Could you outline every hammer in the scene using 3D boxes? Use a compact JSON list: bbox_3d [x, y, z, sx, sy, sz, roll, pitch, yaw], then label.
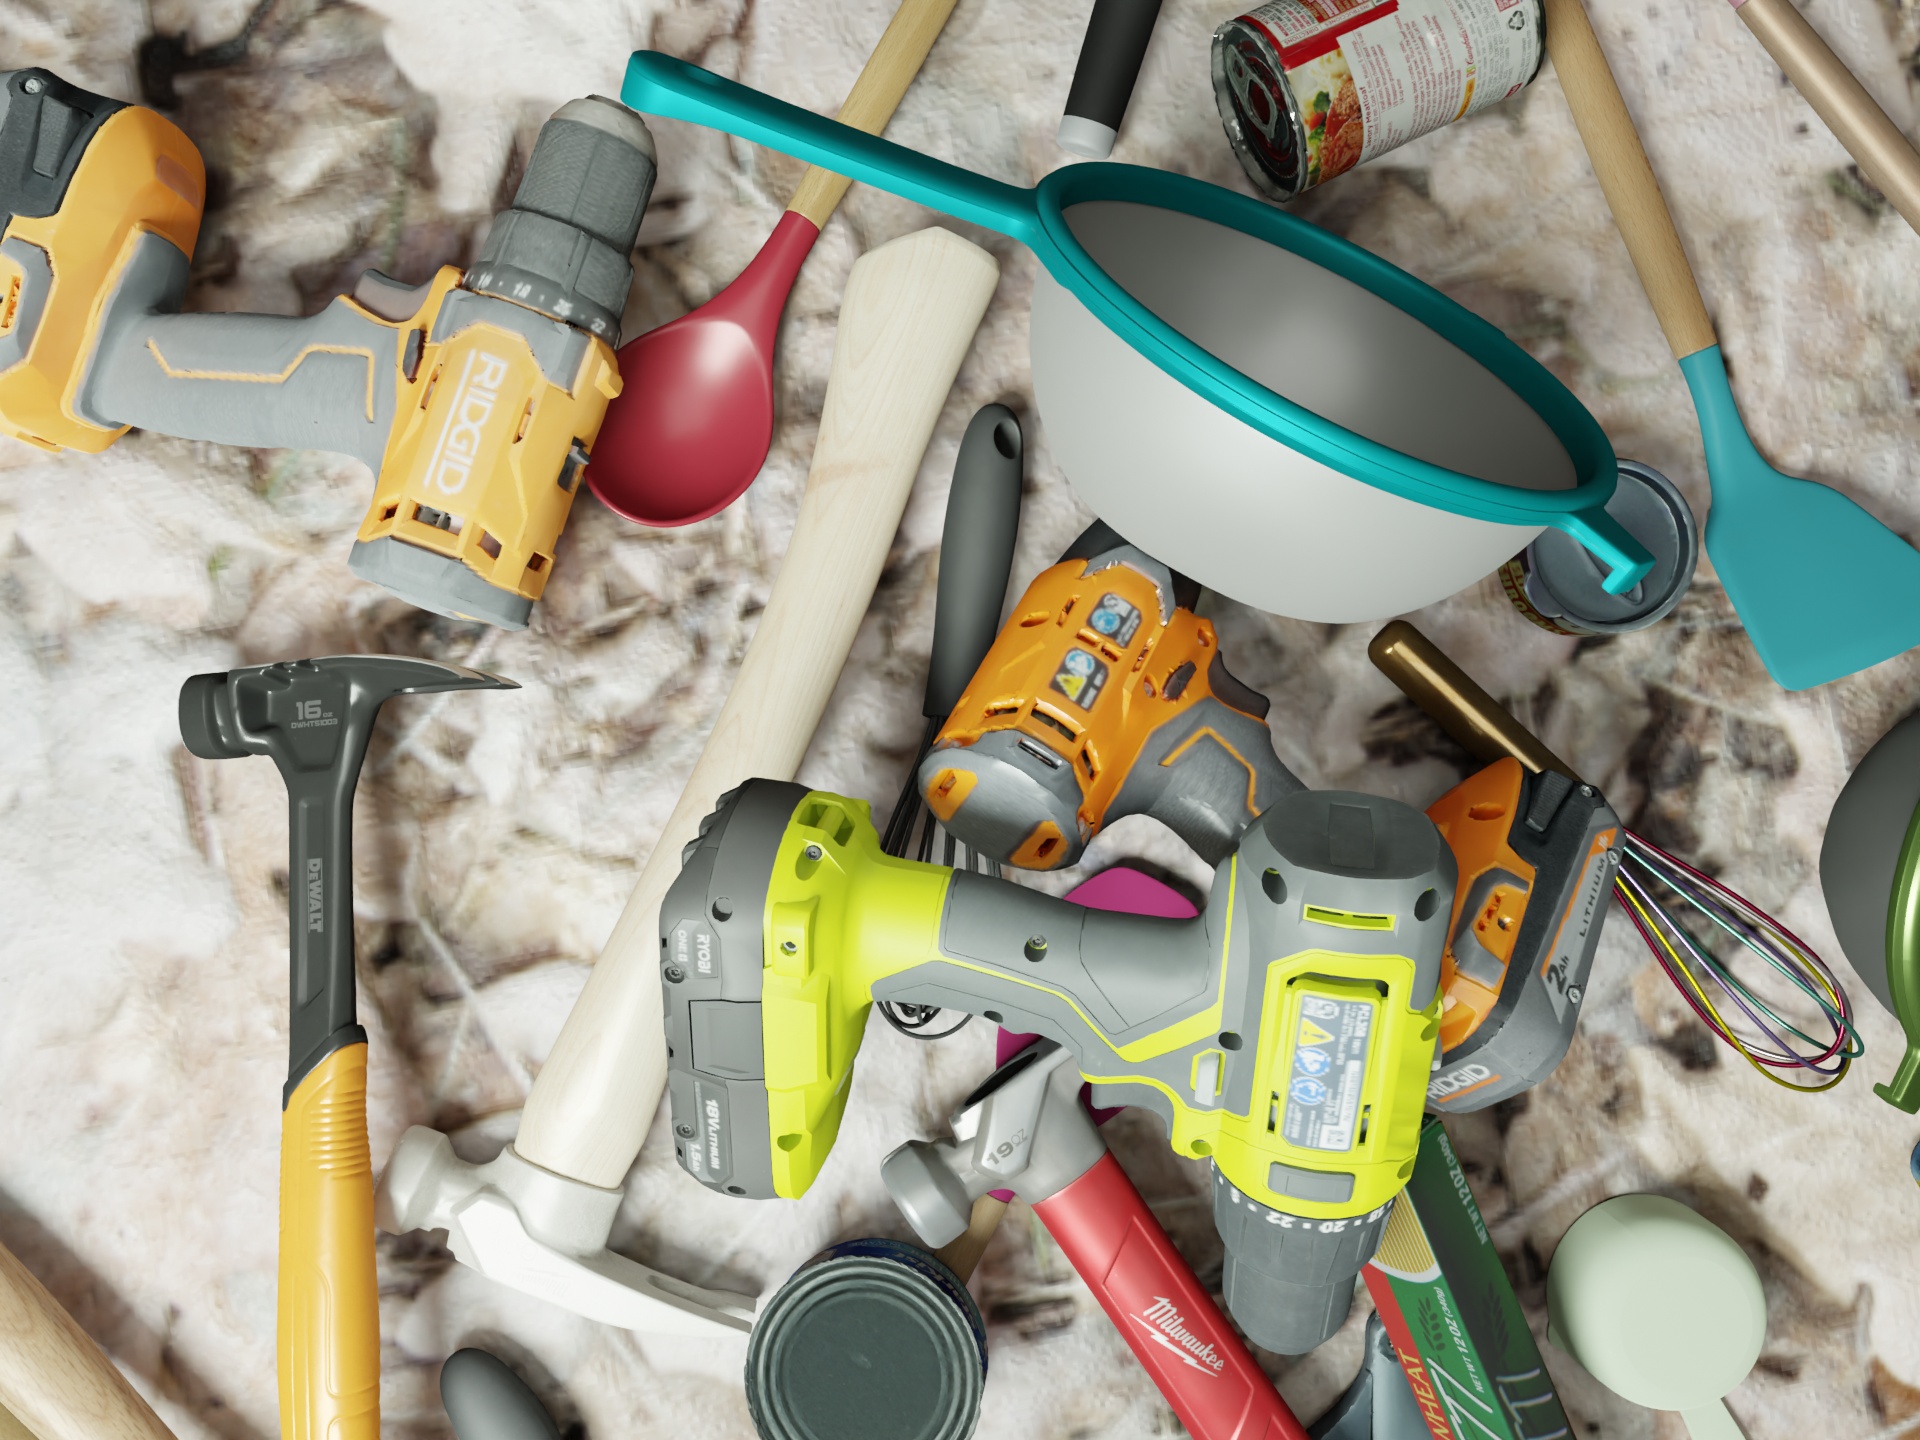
[{"bbox_3d":[-0.315,0.244,0.564,0.331,0.031,0.130,44,60,3],"label":"hammer"},{"bbox_3d":[0.136,0.280,0.584,0.143,0.038,0.386,-35,92,-5],"label":"hammer"},{"bbox_3d":[-0.070,0.021,0.582,0.146,0.038,0.410,23,91,-4],"label":"hammer"},{"bbox_3d":[-0.212,0.144,0.548,0.127,0.034,0.337,-5,84,19],"label":"hammer"}]

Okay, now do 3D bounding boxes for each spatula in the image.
[{"bbox_3d":[0.279,-0.168,0.608,0.082,0.044,0.317,-23,90,-3],"label":"spatula"}]

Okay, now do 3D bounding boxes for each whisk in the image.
[{"bbox_3d":[0.249,0.052,0.607,0.245,0.051,0.047,43,93,1],"label":"whisk"},{"bbox_3d":[0.000,-0.002,0.592,0.055,0.055,0.239,8,85,-3],"label":"whisk"},{"bbox_3d":[-0.102,0.347,0.580,0.070,0.070,0.284,-37,87,-3],"label":"whisk"}]

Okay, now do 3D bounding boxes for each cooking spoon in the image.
[{"bbox_3d":[-0.001,0.201,0.604,0.069,0.017,0.319,29,88,0],"label":"cooking spoon"}]

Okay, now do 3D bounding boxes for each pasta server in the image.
[{"bbox_3d":[0.326,-0.261,0.614,0.060,0.040,0.316,-41,93,10],"label":"pasta server"}]

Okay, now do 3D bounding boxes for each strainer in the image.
[{"bbox_3d":[0.045,-0.118,0.531,0.340,0.211,0.095,18,124,-11],"label":"strainer"},{"bbox_3d":[0.353,0.001,0.573,0.151,0.069,0.256,-22,110,-25],"label":"strainer"}]

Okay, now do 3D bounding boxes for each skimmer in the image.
[{"bbox_3d":[0.098,-0.393,0.606,0.127,0.090,0.363,16,99,-6],"label":"skimmer"}]

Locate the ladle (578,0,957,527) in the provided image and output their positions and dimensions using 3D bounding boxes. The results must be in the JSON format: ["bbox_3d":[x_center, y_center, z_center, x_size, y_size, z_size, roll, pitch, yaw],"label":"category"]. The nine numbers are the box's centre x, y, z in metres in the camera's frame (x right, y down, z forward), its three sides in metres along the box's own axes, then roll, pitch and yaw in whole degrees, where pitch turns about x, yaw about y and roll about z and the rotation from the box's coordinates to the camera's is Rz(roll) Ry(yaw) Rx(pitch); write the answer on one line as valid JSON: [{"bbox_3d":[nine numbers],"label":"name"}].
[{"bbox_3d":[-0.048,-0.211,0.598,0.069,0.031,0.315,30,86,-9],"label":"ladle"}]

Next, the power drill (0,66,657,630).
[{"bbox_3d":[-0.225,-0.151,0.551,0.226,0.084,0.185,19,88,3],"label":"power drill"}]

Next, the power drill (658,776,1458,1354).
[{"bbox_3d":[0.030,0.108,0.500,0.228,0.080,0.190,6,117,10],"label":"power drill"}]

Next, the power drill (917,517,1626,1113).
[{"bbox_3d":[0.116,0.018,0.568,0.226,0.084,0.164,32,58,-2],"label":"power drill"}]

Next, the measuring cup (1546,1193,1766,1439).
[{"bbox_3d":[0.289,0.264,0.608,0.083,0.038,0.167,-27,89,-3],"label":"measuring cup"}]

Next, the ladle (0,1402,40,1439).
[{"bbox_3d":[-0.259,0.360,0.571,0.078,0.062,0.320,-40,89,-5],"label":"ladle"}]
